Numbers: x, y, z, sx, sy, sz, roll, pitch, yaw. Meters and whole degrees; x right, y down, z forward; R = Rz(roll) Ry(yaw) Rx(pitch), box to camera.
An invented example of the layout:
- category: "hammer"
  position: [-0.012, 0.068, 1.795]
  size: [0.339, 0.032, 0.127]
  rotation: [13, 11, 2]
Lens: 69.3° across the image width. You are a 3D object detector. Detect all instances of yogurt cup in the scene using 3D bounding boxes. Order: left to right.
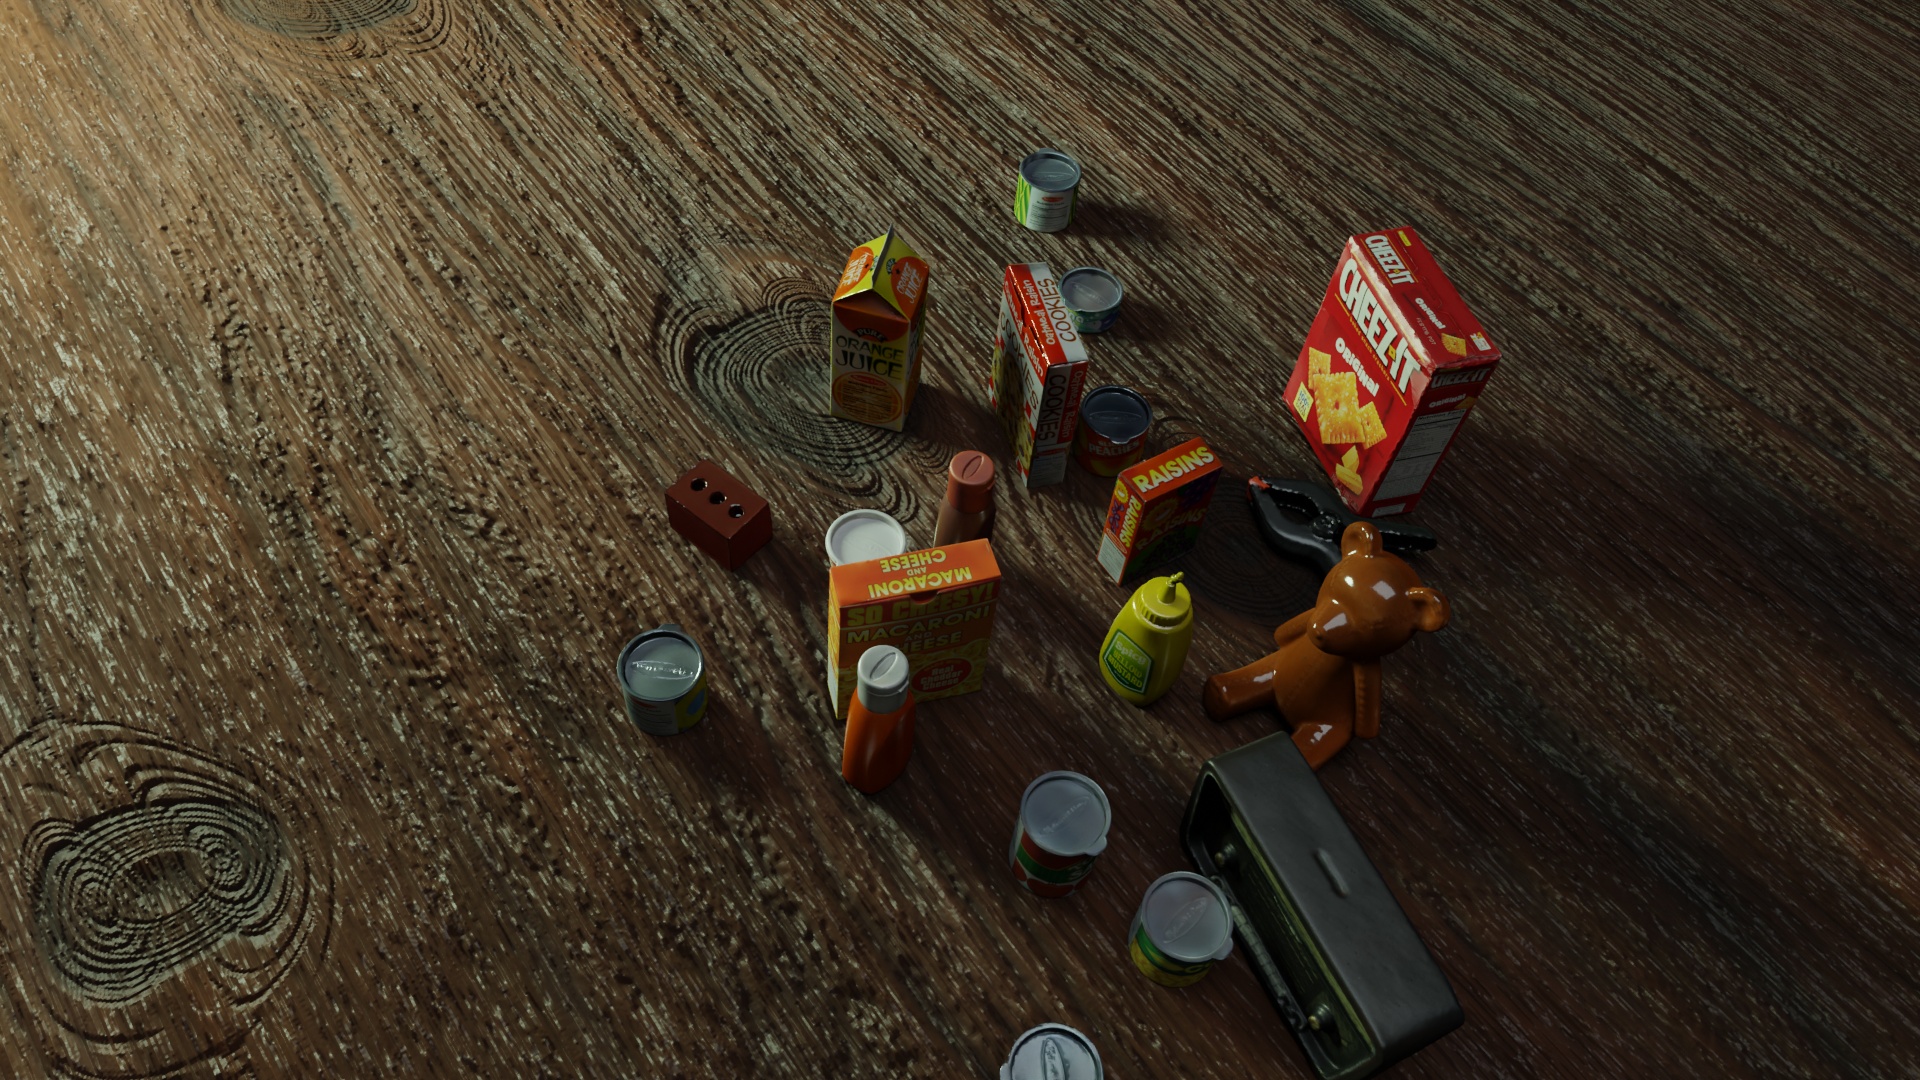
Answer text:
- category: "yogurt cup"
  position: [-0.081, 0.015, 1.182]
  size: [0.072, 0.053, 0.073]
  rotation: [3, 54, -4]

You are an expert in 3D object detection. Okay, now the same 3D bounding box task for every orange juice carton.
- category: "orange juice carton"
  position: [-0.073, -0.191, 1.248]
  size: [0.073, 0.191, 0.072]
  rotation: [14, 54, 4]

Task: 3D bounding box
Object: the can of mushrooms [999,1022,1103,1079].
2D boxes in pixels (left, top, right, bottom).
- category: "can of mushrooms"
  position: [0.060, 0.368, 0.950]
  size: [0.071, 0.033, 0.071]
  rotation: [3, 54, -4]

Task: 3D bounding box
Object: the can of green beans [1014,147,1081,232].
- category: "can of green beans"
  position: [0.093, -0.372, 1.481]
  size: [0.071, 0.057, 0.071]
  rotation: [3, 54, -4]

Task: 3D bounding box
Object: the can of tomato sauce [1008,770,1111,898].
- category: "can of tomato sauce"
  position: [0.074, 0.220, 1.029]
  size: [0.071, 0.082, 0.071]
  rotation: [3, 54, -4]

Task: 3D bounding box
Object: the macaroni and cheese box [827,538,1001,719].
- category: "macaroni and cheese box"
  position: [-0.038, 0.072, 1.075]
  size: [0.124, 0.165, 0.040]
  rotation: [-11, 56, -13]

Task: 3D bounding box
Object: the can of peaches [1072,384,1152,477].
- category: "can of peaches"
  position: [0.140, -0.099, 1.286]
  size: [0.071, 0.057, 0.071]
  rotation: [3, 54, -4]

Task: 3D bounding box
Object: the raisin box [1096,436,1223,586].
- category: "raisin box"
  position: [0.170, -0.024, 1.193]
  size: [0.086, 0.122, 0.040]
  rotation: [-24, 60, -21]

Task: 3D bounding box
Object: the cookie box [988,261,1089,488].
- category: "cookie box"
  position: [0.066, -0.147, 1.245]
  size: [0.040, 0.166, 0.123]
  rotation: [-10, 56, -13]

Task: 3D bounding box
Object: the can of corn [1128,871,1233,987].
- category: "can of corn"
  position: [0.160, 0.284, 1.006]
  size: [0.071, 0.058, 0.071]
  rotation: [3, 54, -4]

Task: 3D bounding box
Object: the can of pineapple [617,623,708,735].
- category: "can of pineapple"
  position: [-0.232, 0.111, 1.094]
  size: [0.071, 0.057, 0.071]
  rotation: [3, 54, -4]

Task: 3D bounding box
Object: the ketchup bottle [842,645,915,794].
- category: "ketchup bottle"
  position: [-0.059, 0.132, 1.040]
  size: [0.043, 0.148, 0.065]
  rotation: [32, 57, 17]

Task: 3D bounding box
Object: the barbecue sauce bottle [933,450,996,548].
- category: "barbecue sauce bottle"
  position: [0.004, -0.014, 1.154]
  size: [0.044, 0.147, 0.065]
  rotation: [28, 56, 14]

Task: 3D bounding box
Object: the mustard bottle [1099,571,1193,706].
- category: "mustard bottle"
  position: [0.152, 0.071, 1.099]
  size: [0.065, 0.159, 0.049]
  rotation: [41, 60, 22]

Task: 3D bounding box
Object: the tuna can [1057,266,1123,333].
- category: "tuna can"
  position: [0.128, -0.242, 1.405]
  size: [0.071, 0.032, 0.071]
  rotation: [3, 54, -4]
